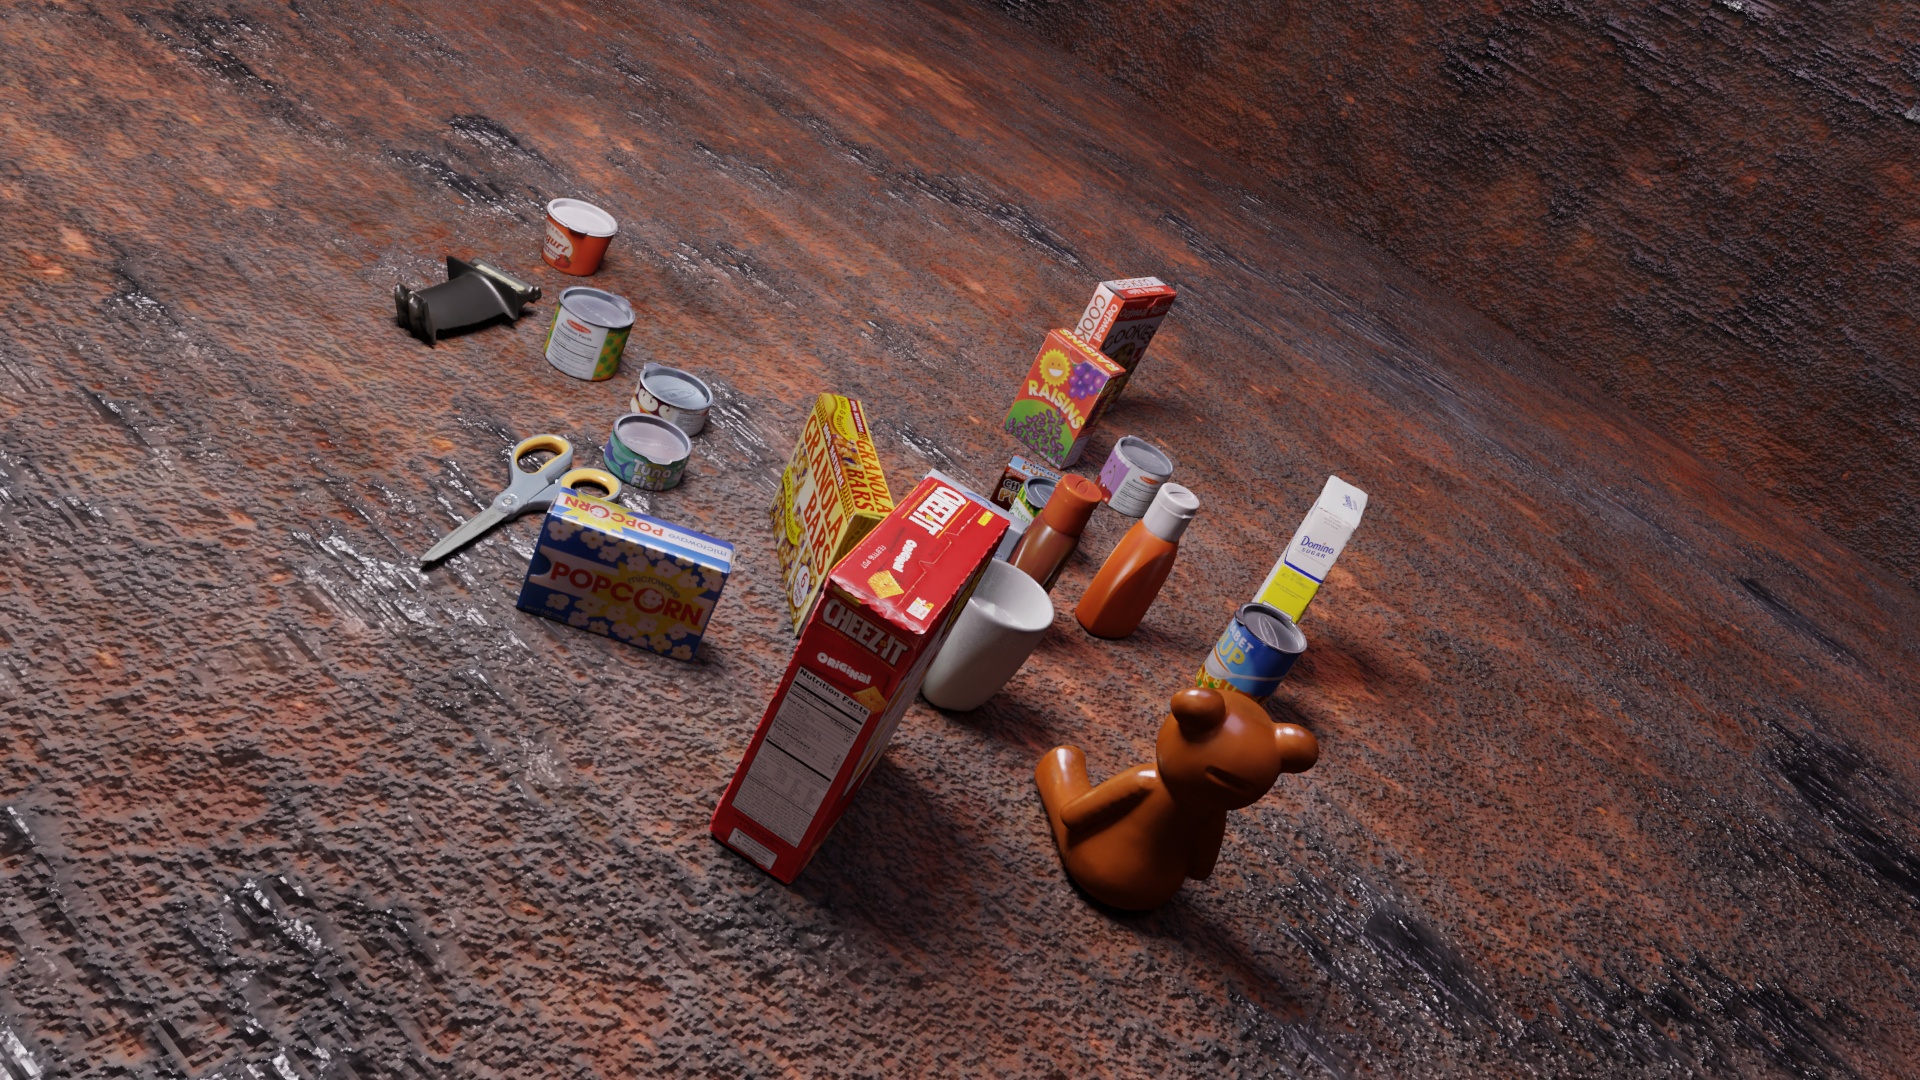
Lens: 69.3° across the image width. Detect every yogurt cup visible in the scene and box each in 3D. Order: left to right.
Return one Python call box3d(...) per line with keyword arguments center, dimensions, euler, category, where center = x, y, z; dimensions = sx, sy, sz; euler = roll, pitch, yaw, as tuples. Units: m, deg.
box3d(center=(-0.377, -0.296, 1.365), dimensions=(0.072, 0.053, 0.073), euler=(21, 30, -12), category="yogurt cup")

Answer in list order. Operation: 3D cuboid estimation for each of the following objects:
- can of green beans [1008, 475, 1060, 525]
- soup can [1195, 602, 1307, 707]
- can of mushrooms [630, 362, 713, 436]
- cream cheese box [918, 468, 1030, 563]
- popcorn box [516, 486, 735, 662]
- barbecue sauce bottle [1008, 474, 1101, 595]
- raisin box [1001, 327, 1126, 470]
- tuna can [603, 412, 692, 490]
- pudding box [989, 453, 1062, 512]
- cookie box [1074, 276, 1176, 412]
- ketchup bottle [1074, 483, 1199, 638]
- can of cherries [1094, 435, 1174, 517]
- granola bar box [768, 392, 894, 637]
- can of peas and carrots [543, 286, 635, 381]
box3d(center=(0.077, -0.018, 1.299), dimensions=(0.071, 0.057, 0.071), euler=(21, 30, -12), category="can of green beans")
box3d(center=(0.252, 0.106, 1.222), dimensions=(0.071, 0.083, 0.072), euler=(21, 30, -13), category="soup can")
box3d(center=(-0.254, -0.123, 1.215), dimensions=(0.071, 0.033, 0.071), euler=(21, 30, -12), category="can of mushrooms")
box3d(center=(0.004, -0.016, 1.239), dimensions=(0.104, 0.053, 0.024), euler=(31, 29, 5), category="cream cheese box")
box3d(center=(-0.229, 0.025, 0.954), dimensions=(0.127, 0.084, 0.038), euler=(20, 30, -14), category="popcorn box")
box3d(center=(0.067, 0.013, 1.150), dimensions=(0.044, 0.147, 0.065), euler=(31, 29, 5), category="barbecue sauce bottle")
box3d(center=(0.107, -0.149, 1.462), dimensions=(0.086, 0.122, 0.040), euler=(40, 32, 21), category="raisin box")
box3d(center=(-0.255, -0.071, 1.134), dimensions=(0.071, 0.032, 0.071), euler=(21, 30, -12), category="tuna can")
box3d(center=(0.076, -0.043, 1.345), dimensions=(0.084, 0.049, 0.030), euler=(27, 29, -1), category="pudding box")
box3d(center=(0.165, -0.215, 1.567), dimensions=(0.040, 0.166, 0.123), euler=(41, 32, 21), category="cookie box")
box3d(center=(0.159, 0.019, 1.216), dimensions=(0.065, 0.148, 0.044), euler=(2, 39, -38), category="ketchup bottle")
box3d(center=(0.182, -0.068, 1.461), dimensions=(0.071, 0.058, 0.072), euler=(21, 30, -12), category="can of cherries")
box3d(center=(-0.102, -0.020, 1.088), dimensions=(0.039, 0.123, 0.166), euler=(13, 33, -25), category="granola bar box")
box3d(center=(-0.326, -0.183, 1.224), dimensions=(0.071, 0.058, 0.071), euler=(21, 30, -13), category="can of peas and carrots")
